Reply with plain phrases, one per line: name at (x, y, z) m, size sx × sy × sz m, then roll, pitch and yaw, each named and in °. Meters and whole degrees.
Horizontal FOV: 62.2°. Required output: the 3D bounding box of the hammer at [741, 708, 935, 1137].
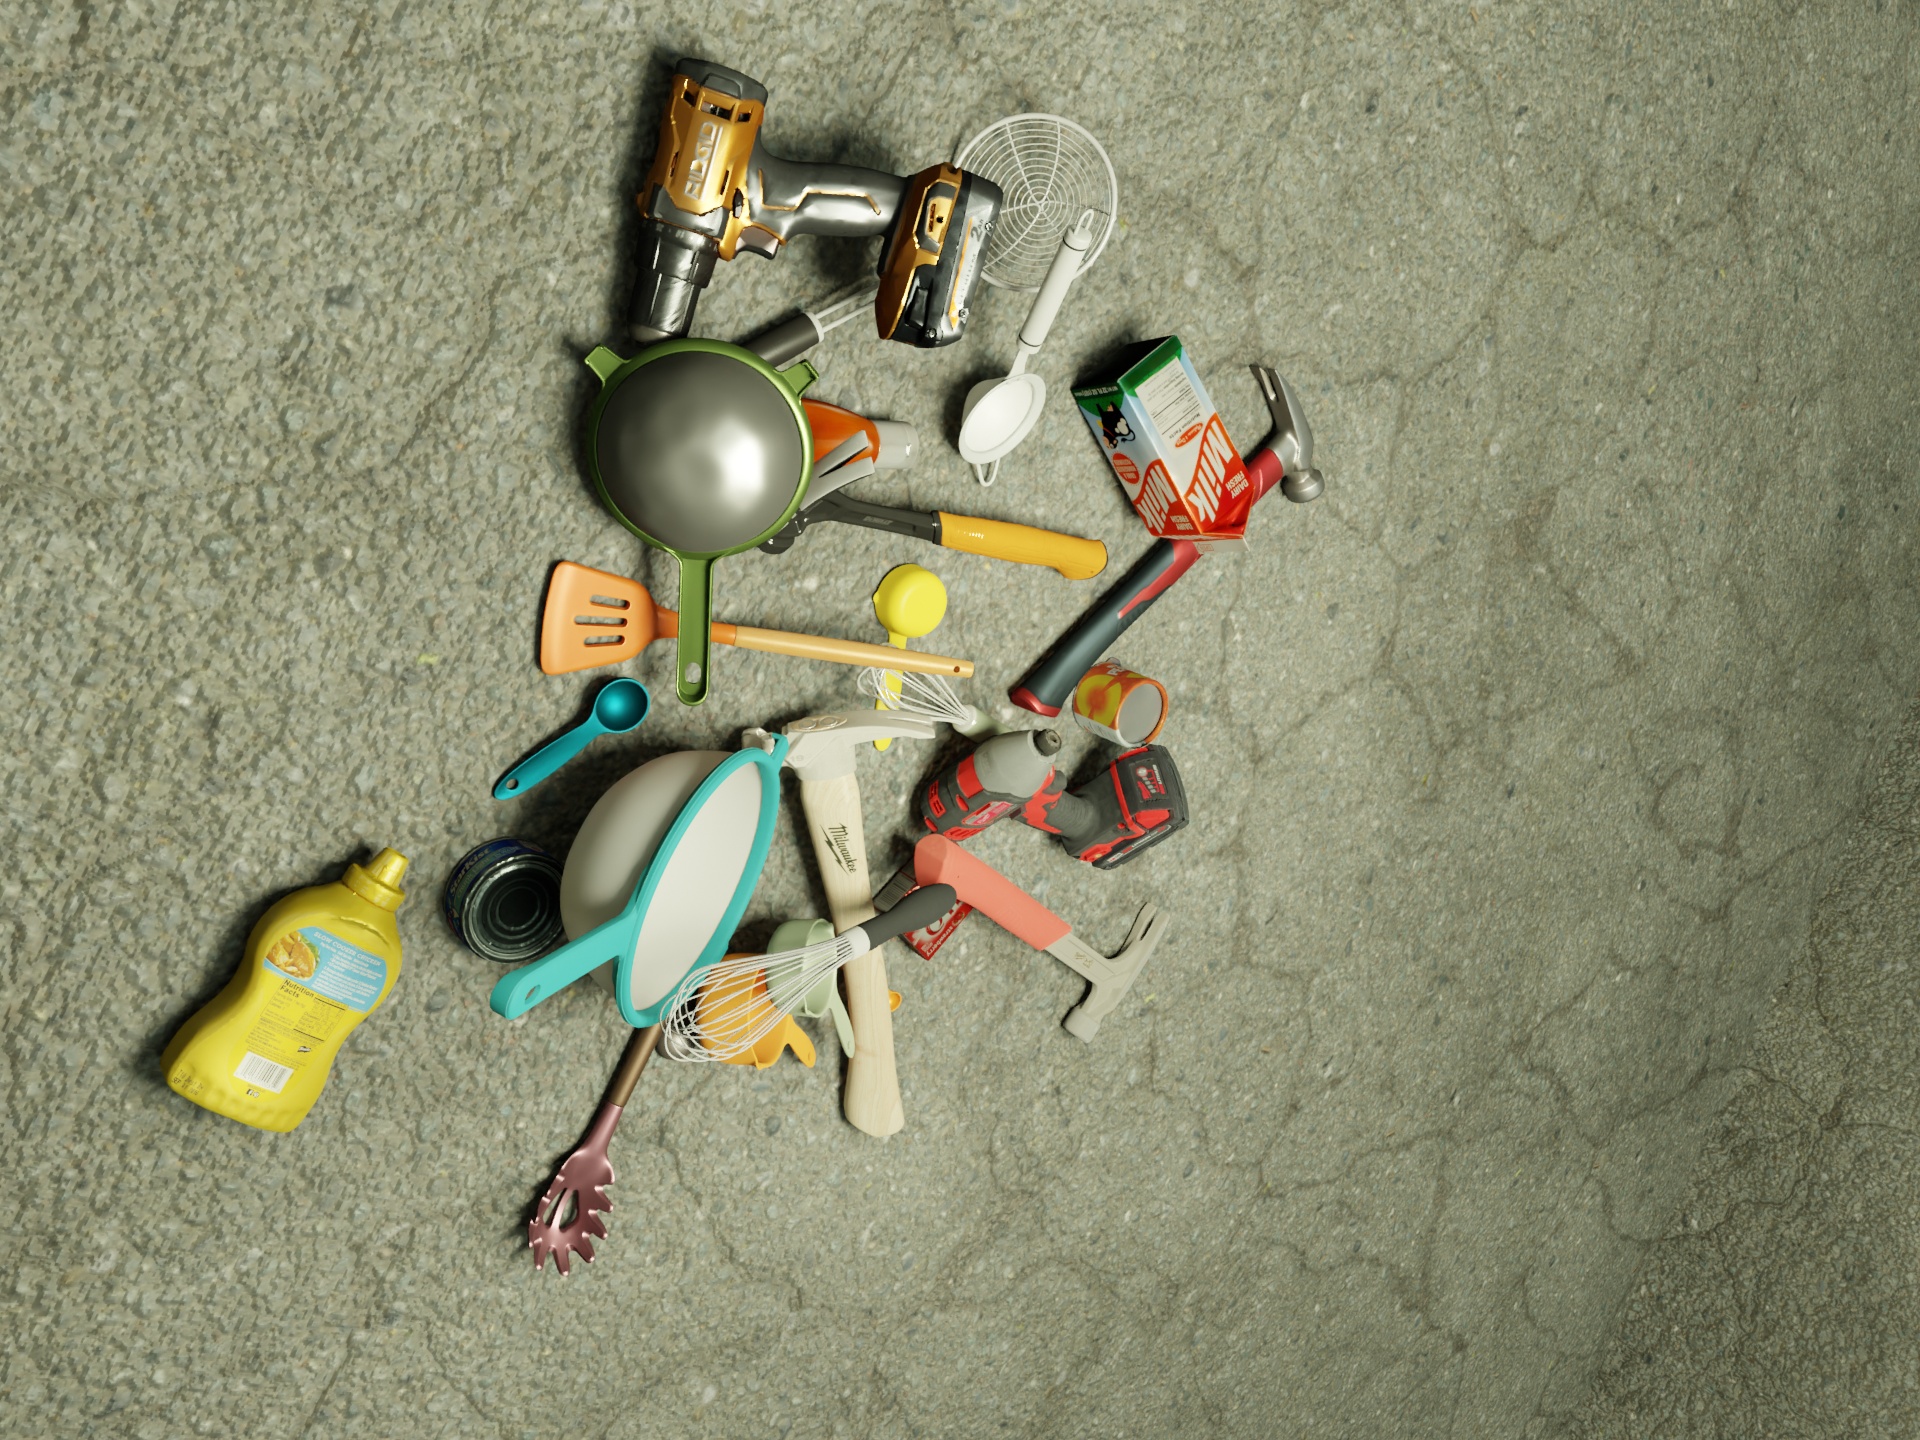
hammer at (-0.075, 0.178, 1.303) m, size 0.146 × 0.038 × 0.410 m, roll -8°, pitch 119°, yaw -3°

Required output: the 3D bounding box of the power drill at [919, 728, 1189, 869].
power drill at (0.087, 0.061, 1.358) m, size 0.219 × 0.079 × 0.143 m, roll 12°, pitch 142°, yaw -41°

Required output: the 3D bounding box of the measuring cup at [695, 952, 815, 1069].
measuring cup at (-0.163, 0.246, 1.281) m, size 0.173 × 0.052 × 0.095 m, roll 68°, pitch 27°, yaw -58°

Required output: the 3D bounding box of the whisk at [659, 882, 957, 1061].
whisk at (-0.104, 0.179, 1.181) m, size 0.284 × 0.070 × 0.070 m, roll -22°, pitch 120°, yaw -42°

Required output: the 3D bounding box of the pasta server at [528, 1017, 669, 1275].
pasta server at (-0.252, 0.274, 1.228) m, size 0.060 × 0.040 × 0.316 m, roll 27°, pitch 88°, yaw -31°

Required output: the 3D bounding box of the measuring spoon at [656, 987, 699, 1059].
measuring spoon at (-0.207, 0.212, 1.253) m, size 0.034 × 0.018 × 0.124 m, roll 15°, pitch 96°, yaw -41°

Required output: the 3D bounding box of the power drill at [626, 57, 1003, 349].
power drill at (-0.104, -0.312, 1.059) m, size 0.226 × 0.084 × 0.185 m, roll 15°, pitch 99°, yaw -16°

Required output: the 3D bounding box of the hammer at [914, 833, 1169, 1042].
hammer at (0.071, 0.174, 1.424) m, size 0.149 × 0.037 × 0.358 m, roll -57°, pitch 139°, yaw -7°

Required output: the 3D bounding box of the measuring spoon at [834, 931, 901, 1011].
measuring spoon at (-0.087, 0.213, 1.359) m, size 0.021 × 0.011 × 0.116 m, roll -46°, pitch 126°, yaw -10°

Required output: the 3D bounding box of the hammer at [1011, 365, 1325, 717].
hammer at (0.180, -0.151, 1.417) m, size 0.386 × 0.038 × 0.143 m, roll -44°, pitch 127°, yaw -18°

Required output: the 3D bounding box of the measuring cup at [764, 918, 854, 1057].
measuring cup at (-0.118, 0.222, 1.273) m, size 0.167 × 0.038 × 0.083 m, roll 76°, pitch 21°, yaw -46°

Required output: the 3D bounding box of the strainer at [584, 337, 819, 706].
strainer at (-0.177, -0.120, 1.057) m, size 0.151 × 0.069 × 0.256 m, roll 3°, pitch 113°, yaw -6°

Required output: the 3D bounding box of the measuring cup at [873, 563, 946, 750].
measuring cup at (-0.045, -0.047, 1.278) m, size 0.062 × 0.029 × 0.156 m, roll -2°, pitch 108°, yaw -39°

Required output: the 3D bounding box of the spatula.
spatula at (-0.139, -0.056, 1.156) m, size 0.322 × 0.041 × 0.081 m, roll 7°, pitch 103°, yaw -20°

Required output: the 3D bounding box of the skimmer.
skimmer at (-0.048, -0.317, 1.134) m, size 0.363 × 0.090 × 0.127 m, roll -34°, pitch 98°, yaw -22°

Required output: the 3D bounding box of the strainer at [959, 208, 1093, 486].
strainer at (0.049, -0.281, 1.199) m, size 0.087 × 0.050 × 0.258 m, roll -24°, pitch 157°, yaw -35°

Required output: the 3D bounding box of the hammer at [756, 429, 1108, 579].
hammer at (0.004, -0.151, 1.241) m, size 0.336 × 0.127 × 0.034 m, roll 5°, pitch 63°, yaw -45°

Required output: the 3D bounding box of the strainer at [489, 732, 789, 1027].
strainer at (-0.238, 0.115, 1.067) m, size 0.340 × 0.095 × 0.211 m, roll -31°, pitch 141°, yaw -68°

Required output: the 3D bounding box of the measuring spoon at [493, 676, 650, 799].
measuring spoon at (-0.278, 0.012, 1.126) m, size 0.128 × 0.021 × 0.042 m, roll -37°, pitch 129°, yaw -11°

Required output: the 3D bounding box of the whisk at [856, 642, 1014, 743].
whisk at (-0.002, -0.004, 1.308) m, size 0.059 × 0.058 × 0.246 m, roll -25°, pitch 149°, yaw 24°
